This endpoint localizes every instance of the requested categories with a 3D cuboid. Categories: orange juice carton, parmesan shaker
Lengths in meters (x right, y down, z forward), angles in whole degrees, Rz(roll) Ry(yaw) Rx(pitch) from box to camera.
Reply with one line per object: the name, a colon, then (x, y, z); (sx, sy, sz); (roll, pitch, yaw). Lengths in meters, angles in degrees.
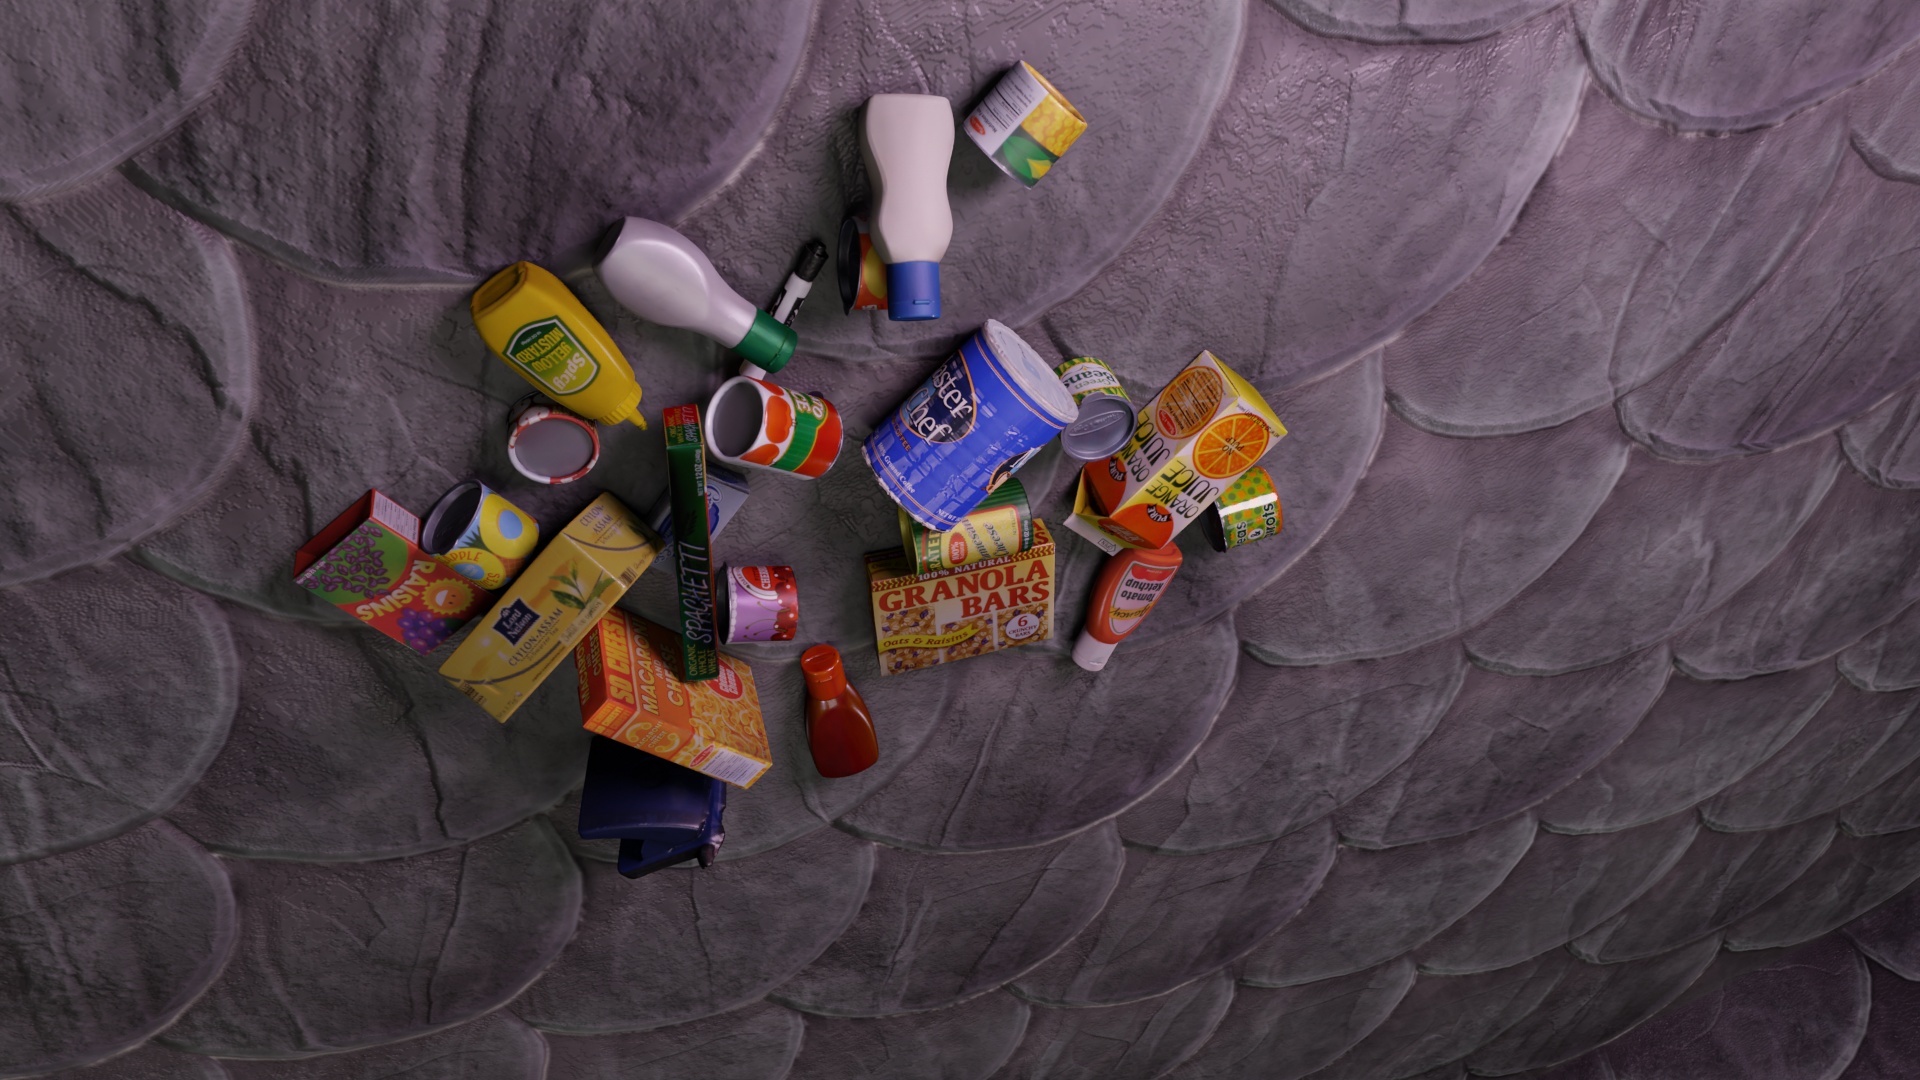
orange juice carton: (0.176, -0.063, 1.193); (0.072, 0.073, 0.192); (29, 116, -37)
parmesan shaker: (0.004, -0.015, 1.177); (0.103, 0.071, 0.071); (-12, 133, -10)

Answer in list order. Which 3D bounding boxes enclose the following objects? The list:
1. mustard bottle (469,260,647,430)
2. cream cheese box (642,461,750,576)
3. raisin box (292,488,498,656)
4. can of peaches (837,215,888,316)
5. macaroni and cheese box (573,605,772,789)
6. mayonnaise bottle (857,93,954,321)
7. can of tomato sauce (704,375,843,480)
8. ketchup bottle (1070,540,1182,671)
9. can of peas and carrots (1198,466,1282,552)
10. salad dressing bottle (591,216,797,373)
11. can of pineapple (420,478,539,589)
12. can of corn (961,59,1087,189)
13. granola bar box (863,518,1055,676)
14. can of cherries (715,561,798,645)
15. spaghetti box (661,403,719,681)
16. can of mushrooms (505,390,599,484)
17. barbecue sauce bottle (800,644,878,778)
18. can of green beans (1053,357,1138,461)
mustard bottle: (-0.272, -0.126, 0.987); (0.065, 0.049, 0.160); (-33, 133, 12)
cream cheese box: (-0.220, -0.018, 1.120); (0.053, 0.024, 0.103); (24, 118, -35)
raisin box: (-0.432, 0.027, 1.070); (0.086, 0.040, 0.123); (-37, 131, 12)
can of peaches: (-0.053, -0.196, 0.995); (0.058, 0.071, 0.070); (-3, 131, -19)
macaroni and cheese box: (-0.244, 0.131, 1.173); (0.166, 0.124, 0.040); (30, 114, -37)
mayonnaise bottle: (-0.035, -0.224, 0.942); (0.065, 0.041, 0.148); (-4, 94, -19)
can of tomato sauce: (-0.140, -0.086, 1.045); (0.071, 0.071, 0.083); (-47, 149, 22)
ketchup bottle: (0.150, 0.059, 1.313); (0.065, 0.044, 0.148); (8, 127, -26)
can of peas and carrots: (0.252, -0.027, 1.255); (0.059, 0.071, 0.070); (-17, 134, -7)
salad dressing bottle: (-0.183, -0.168, 0.974); (0.147, 0.044, 0.064); (31, 116, -30)
can of pineapple: (-0.363, -0.003, 1.049); (0.071, 0.071, 0.057); (-36, 132, 13)
can of corn: (0.046, -0.285, 0.955); (0.071, 0.071, 0.058); (29, 115, -37)
granola bar box: (0.000, 0.051, 1.253); (0.166, 0.039, 0.123); (-12, 133, -10)
can of cherries: (-0.172, 0.052, 1.171); (0.058, 0.072, 0.071); (0, 130, -20)
spaghetti box: (-0.211, 0.009, 1.094); (0.029, 0.050, 0.248); (-5, 131, -12)
can of mushrooms: (-0.301, -0.078, 1.031); (0.071, 0.033, 0.070); (-10, 132, -11)
barbecue sauce bottle: (-0.118, 0.160, 1.302); (0.065, 0.044, 0.147); (-16, 133, -7)
can of green beans: (0.105, -0.108, 1.137); (0.071, 0.058, 0.071); (-10, 133, -11)
